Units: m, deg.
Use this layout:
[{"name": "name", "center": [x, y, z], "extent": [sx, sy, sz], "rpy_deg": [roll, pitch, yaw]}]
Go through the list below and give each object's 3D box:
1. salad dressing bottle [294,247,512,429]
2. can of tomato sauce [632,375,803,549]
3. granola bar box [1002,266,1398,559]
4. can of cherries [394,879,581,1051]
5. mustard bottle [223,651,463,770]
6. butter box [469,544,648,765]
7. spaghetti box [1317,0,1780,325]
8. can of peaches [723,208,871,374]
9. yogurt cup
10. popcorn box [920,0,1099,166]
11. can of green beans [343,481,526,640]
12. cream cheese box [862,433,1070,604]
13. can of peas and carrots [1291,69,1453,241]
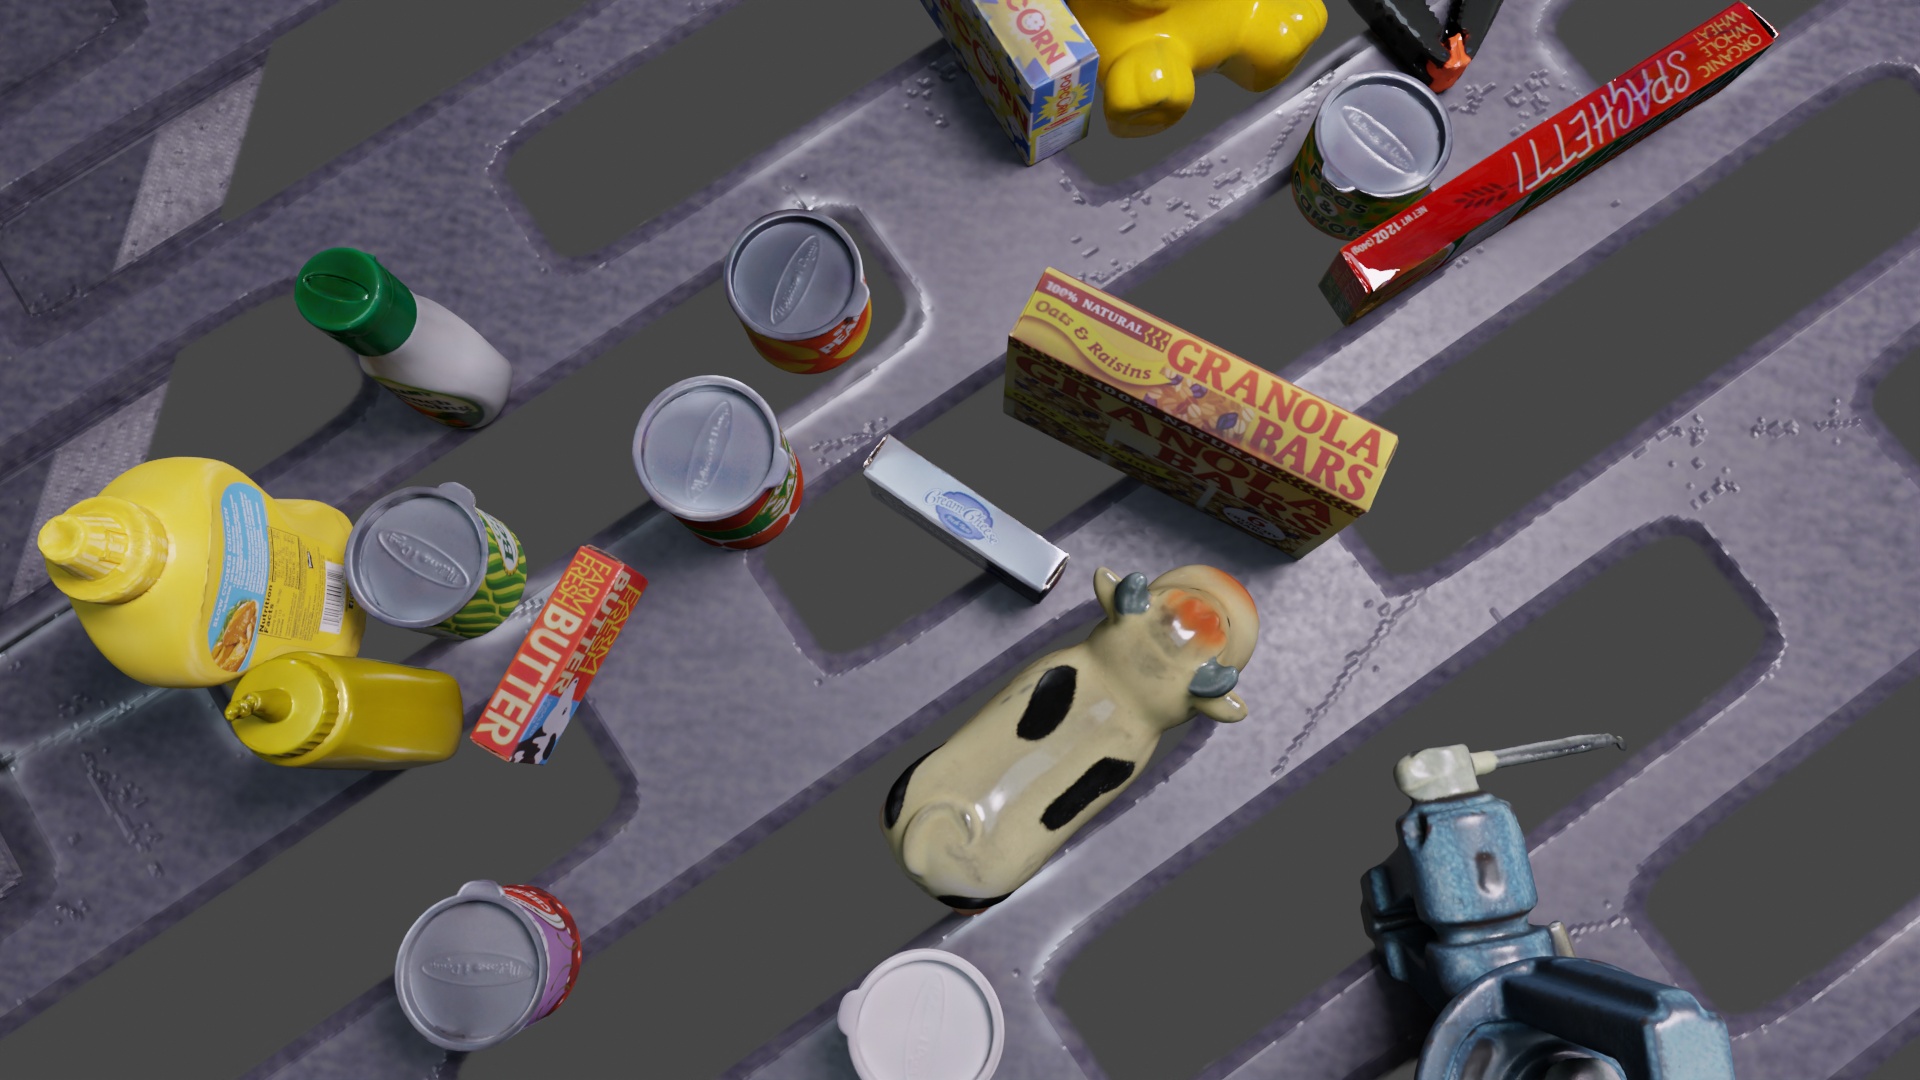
[{"name": "salad dressing bottle", "center": [-0.252, -0.090, 0.634], "extent": [0.064, 0.147, 0.044], "rpy_deg": [16, 80, 4]}, {"name": "can of tomato sauce", "center": [-0.110, -0.034, 0.654], "extent": [0.071, 0.083, 0.071], "rpy_deg": [0, 80, 1]}, {"name": "granola bar box", "center": [0.102, -0.054, 0.635], "extent": [0.166, 0.124, 0.039], "rpy_deg": [27, 81, 6]}, {"name": "can of cherries", "center": [-0.209, 0.188, 0.626], "extent": [0.071, 0.058, 0.071], "rpy_deg": [0, 79, 1]}, {"name": "mustard bottle", "center": [-0.267, 0.074, 0.596], "extent": [0.065, 0.160, 0.049], "rpy_deg": [-3, 80, 0]}, {"name": "butter box", "center": [-0.187, 0.054, 0.654], "extent": [0.024, 0.053, 0.103], "rpy_deg": [27, 81, 5]}, {"name": "spaghetti box", "center": [0.292, -0.189, 0.696], "extent": [0.250, 0.050, 0.029], "rpy_deg": [-32, 81, -5]}, {"name": "can of peaches", "center": [-0.076, -0.120, 0.683], "extent": [0.071, 0.058, 0.071], "rpy_deg": [0, 79, 1]}, {"name": "yogurt cup", "center": [-0.015, 0.215, 0.620], "extent": [0.072, 0.054, 0.072], "rpy_deg": [0, 79, 1]}, {"name": "popcorn box", "center": [0.018, -0.263, 0.696], "extent": [0.038, 0.085, 0.127], "rpy_deg": [-31, 80, -5]}, {"name": "can of green beans", "center": [-0.247, 0.012, 0.660], "extent": [0.071, 0.057, 0.071], "rpy_deg": [0, 79, 1]}, {"name": "cream cheese box", "center": [0.002, -0.008, 0.663], "extent": [0.104, 0.053, 0.024], "rpy_deg": [34, 82, 7]}, {"name": "can of peas and carrots", "center": [0.202, -0.188, 0.693], "extent": [0.071, 0.058, 0.071], "rpy_deg": [0, 79, 1]}]
